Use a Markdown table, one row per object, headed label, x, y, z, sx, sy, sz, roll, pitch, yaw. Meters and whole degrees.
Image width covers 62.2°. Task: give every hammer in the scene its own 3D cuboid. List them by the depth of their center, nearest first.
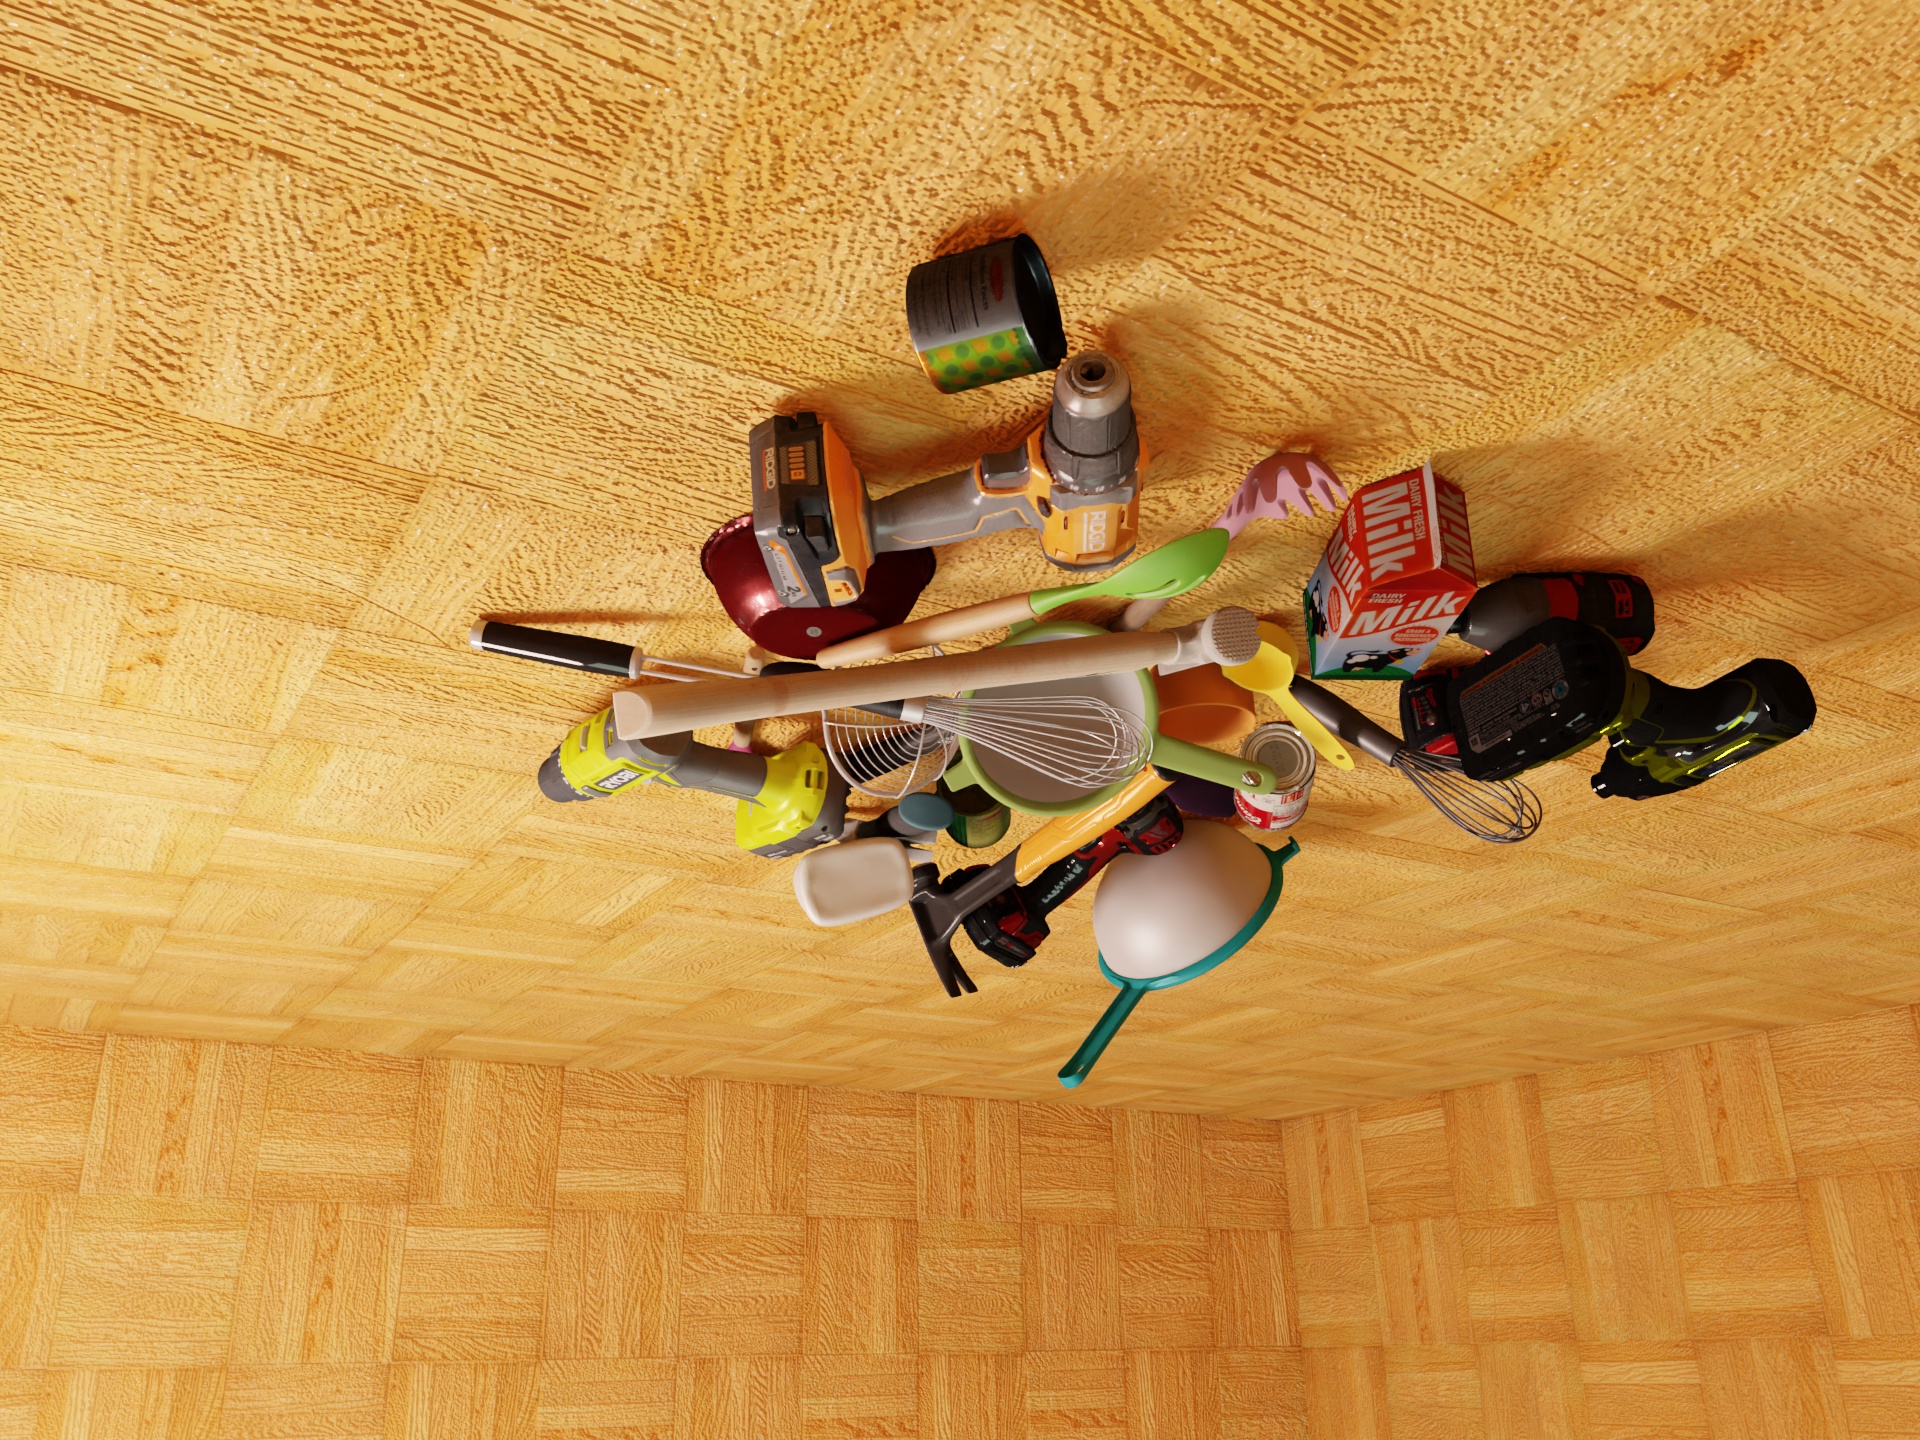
| label | x | y | z | sx | sy | sz | roll | pitch | yaw |
| --- | --- | --- | --- | --- | --- | --- | --- | --- | --- |
| hammer | -0.019 | -0.028 | 1.044 | 0.410 | 0.038 | 0.146 | -7 | 179 | -14 |
| hammer | 0.070 | 0.118 | 1.356 | 0.034 | 0.127 | 0.337 | -3 | 153 | -42 |
| hammer | -0.032 | 0.020 | 1.369 | 0.146 | 0.035 | 0.335 | 18 | 151 | -38 |
| hammer | -0.062 | 0.094 | 1.429 | 0.128 | 0.033 | 0.331 | 14 | 170 | -11 |

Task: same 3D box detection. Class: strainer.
| label | x | y | z | sx | sy | sz | roll | pitch | yaw |
| --- | --- | --- | --- | --- | --- | --- | --- | --- | --- |
| strainer | 0.118 | 0.006 | 1.207 | 0.256 | 0.151 | 0.069 | 16 | -166 | -14 |
| strainer | 0.172 | 0.203 | 1.549 | 0.211 | 0.340 | 0.095 | -11 | 120 | 50 |

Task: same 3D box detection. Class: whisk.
| label | x | y | z | sx | sy | sz | roll | pitch | yaw |
| --- | --- | --- | --- | --- | --- | --- | --- | --- | --- |
| whisk | -0.001 | -0.005 | 1.124 | 0.284 | 0.070 | 0.070 | 12 | 156 | -7 |
| whisk | 0.335 | 0.023 | 1.215 | 0.239 | 0.055 | 0.055 | 36 | 180 | 33 |

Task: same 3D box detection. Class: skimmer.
| label | x | y | z | sx | sy | sz | roll | pitch | yaw |
| --- | --- | --- | --- | --- | --- | --- | --- | --- | --- |
| skimmer | -0.176 | -0.029 | 1.186 | 0.363 | 0.127 | 0.090 | 10 | 178 | 1 |

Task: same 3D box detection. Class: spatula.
| label | x | y | z | sx | sy | sz | roll | pitch | yaw |
| --- | --- | --- | --- | --- | --- | --- | --- | --- | --- |
| spatula | 0.156 | 0.046 | 1.391 | 0.315 | 0.059 | 0.018 | 11 | -162 | -43 |

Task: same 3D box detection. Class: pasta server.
| label | x | y | z | sx | sy | sz | roll | pitch | yaw |
| --- | --- | --- | --- | --- | --- | --- | --- | --- | --- |
| pasta server | 0.158 | -0.101 | 1.071 | 0.060 | 0.040 | 0.316 | -5 | 162 | -21 |

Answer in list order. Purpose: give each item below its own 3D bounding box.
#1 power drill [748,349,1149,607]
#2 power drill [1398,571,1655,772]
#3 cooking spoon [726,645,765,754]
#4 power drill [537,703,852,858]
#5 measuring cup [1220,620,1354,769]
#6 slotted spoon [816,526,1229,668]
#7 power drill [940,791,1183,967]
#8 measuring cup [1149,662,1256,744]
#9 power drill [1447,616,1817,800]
| label | x | y | z | sx | sy | sz | roll | pitch | yaw |
| --- | --- | --- | --- | --- | --- | --- | --- | --- | --- |
| power drill | -0.005 | -0.139 | 0.914 | 0.226 | 0.084 | 0.185 | -6 | 158 | 1 |
| power drill | 0.408 | -0.039 | 1.191 | 0.143 | 0.079 | 0.219 | -1 | 155 | -2 |
| cooking spoon | -0.183 | 0.007 | 1.349 | 0.068 | 0.017 | 0.318 | 4 | 158 | -10 |
| power drill | -0.226 | 0.050 | 1.333 | 0.228 | 0.080 | 0.190 | 19 | 152 | -35 |
| measuring cup | 0.257 | -0.019 | 1.211 | 0.062 | 0.029 | 0.156 | -17 | 128 | 46 |
| slotted spoon | 0.028 | -0.068 | 0.992 | 0.314 | 0.031 | 0.070 | -12 | 176 | 37 |
| power drill | 0.095 | 0.124 | 1.483 | 0.226 | 0.080 | 0.187 | -37 | 151 | 6 |
| measuring cup | 0.173 | -0.006 | 1.292 | 0.095 | 0.052 | 0.173 | 7 | 159 | -19 |
| power drill | 0.461 | 0.004 | 1.123 | 0.223 | 0.080 | 0.171 | 10 | 149 | -28 |
